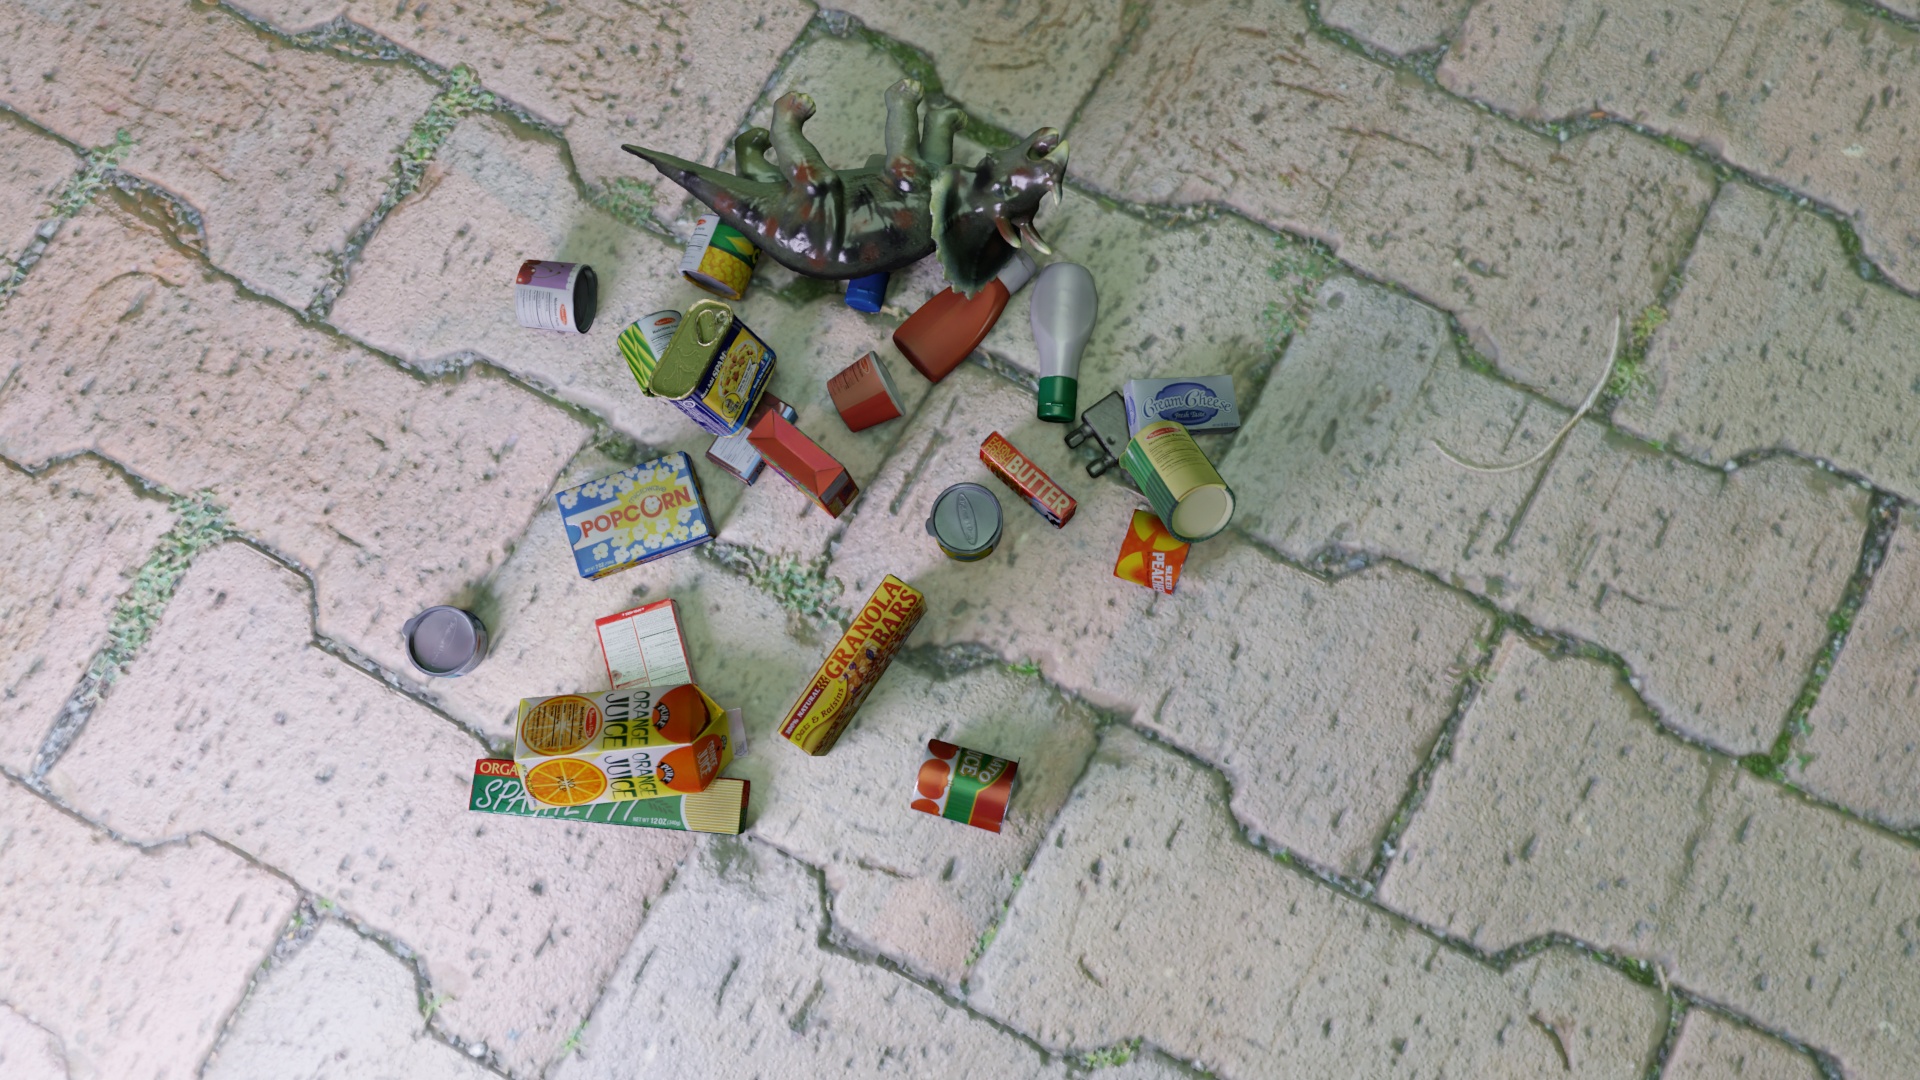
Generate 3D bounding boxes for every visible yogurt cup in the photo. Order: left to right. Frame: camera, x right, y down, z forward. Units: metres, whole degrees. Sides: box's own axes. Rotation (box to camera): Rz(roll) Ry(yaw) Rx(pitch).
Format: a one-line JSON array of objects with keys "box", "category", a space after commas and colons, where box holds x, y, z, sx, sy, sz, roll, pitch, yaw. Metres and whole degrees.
[{"box": [-0.089, -0.136, 1.299, 0.054, 0.072, 0.072, -27, 81, 5], "category": "yogurt cup"}]

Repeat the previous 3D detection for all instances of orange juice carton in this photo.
[{"box": [-0.287, 0.179, 1.225, 0.193, 0.071, 0.073, -5, 43, -7], "category": "orange juice carton"}]

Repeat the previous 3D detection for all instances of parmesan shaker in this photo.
[{"box": [0.193, -0.052, 1.244, 0.071, 0.071, 0.103, -21, 40, -2], "category": "parmesan shaker"}]

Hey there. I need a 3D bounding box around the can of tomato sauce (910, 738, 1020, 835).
[{"box": [0.004, 0.216, 1.233, 0.083, 0.071, 0.071, 15, 81, 5], "category": "can of tomato sauce"}]

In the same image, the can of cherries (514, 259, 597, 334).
[{"box": [-0.384, -0.234, 1.323, 0.058, 0.071, 0.071, 6, 81, 3], "category": "can of cherries"}]

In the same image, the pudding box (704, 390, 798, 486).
[{"box": [-0.196, -0.100, 1.311, 0.050, 0.030, 0.084, 31, 82, 7], "category": "pudding box"}]

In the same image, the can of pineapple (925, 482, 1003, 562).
[{"box": [0.005, -0.016, 1.278, 0.071, 0.058, 0.071, 0, 80, 2], "category": "can of pineapple"}]

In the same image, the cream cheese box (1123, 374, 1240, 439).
[{"box": [0.206, -0.125, 1.296, 0.104, 0.024, 0.053, -5, 78, -16], "category": "cream cheese box"}]

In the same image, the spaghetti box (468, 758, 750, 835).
[{"box": [-0.318, 0.232, 1.258, 0.250, 0.028, 0.050, 4, 80, 2], "category": "spaghetti box"}]

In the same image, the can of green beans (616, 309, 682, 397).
[{"box": [-0.281, -0.175, 1.308, 0.071, 0.071, 0.058, -27, 82, -3], "category": "can of green beans"}]

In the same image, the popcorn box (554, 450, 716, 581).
[{"box": [-0.302, -0.023, 1.297, 0.127, 0.038, 0.085, -19, 82, -2], "category": "popcorn box"}]

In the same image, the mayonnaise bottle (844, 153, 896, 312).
[{"box": [-0.077, -0.295, 1.337, 0.065, 0.041, 0.148, 13, 82, 4], "category": "mayonnaise bottle"}]

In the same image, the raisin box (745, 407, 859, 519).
[{"box": [-0.141, -0.068, 1.257, 0.086, 0.123, 0.040, 38, 84, 7], "category": "raisin box"}]

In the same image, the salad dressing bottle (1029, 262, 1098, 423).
[{"box": [0.095, -0.186, 1.313, 0.064, 0.044, 0.148, 5, 82, 2], "category": "salad dressing bottle"}]

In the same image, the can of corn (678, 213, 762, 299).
[{"box": [-0.226, -0.269, 1.324, 0.071, 0.071, 0.058, 21, 82, 5], "category": "can of corn"}]

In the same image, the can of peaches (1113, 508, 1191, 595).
[{"box": [0.175, 0.012, 1.263, 0.058, 0.071, 0.071, 19, 82, 5], "category": "can of peaches"}]

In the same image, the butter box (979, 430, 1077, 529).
[{"box": [0.062, -0.055, 1.286, 0.103, 0.053, 0.024, 42, 82, 7], "category": "butter box"}]

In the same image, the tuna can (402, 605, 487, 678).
[{"box": [-0.477, 0.093, 1.284, 0.071, 0.033, 0.071, 0, 80, 1], "category": "tuna can"}]

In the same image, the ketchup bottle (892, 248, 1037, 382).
[{"box": [0.008, -0.220, 1.320, 0.149, 0.043, 0.065, -43, 83, -6], "category": "ketchup bottle"}]

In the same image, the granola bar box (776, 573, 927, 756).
[{"box": [-0.093, 0.111, 1.225, 0.039, 0.124, 0.166, 34, 83, 5], "category": "granola bar box"}]
